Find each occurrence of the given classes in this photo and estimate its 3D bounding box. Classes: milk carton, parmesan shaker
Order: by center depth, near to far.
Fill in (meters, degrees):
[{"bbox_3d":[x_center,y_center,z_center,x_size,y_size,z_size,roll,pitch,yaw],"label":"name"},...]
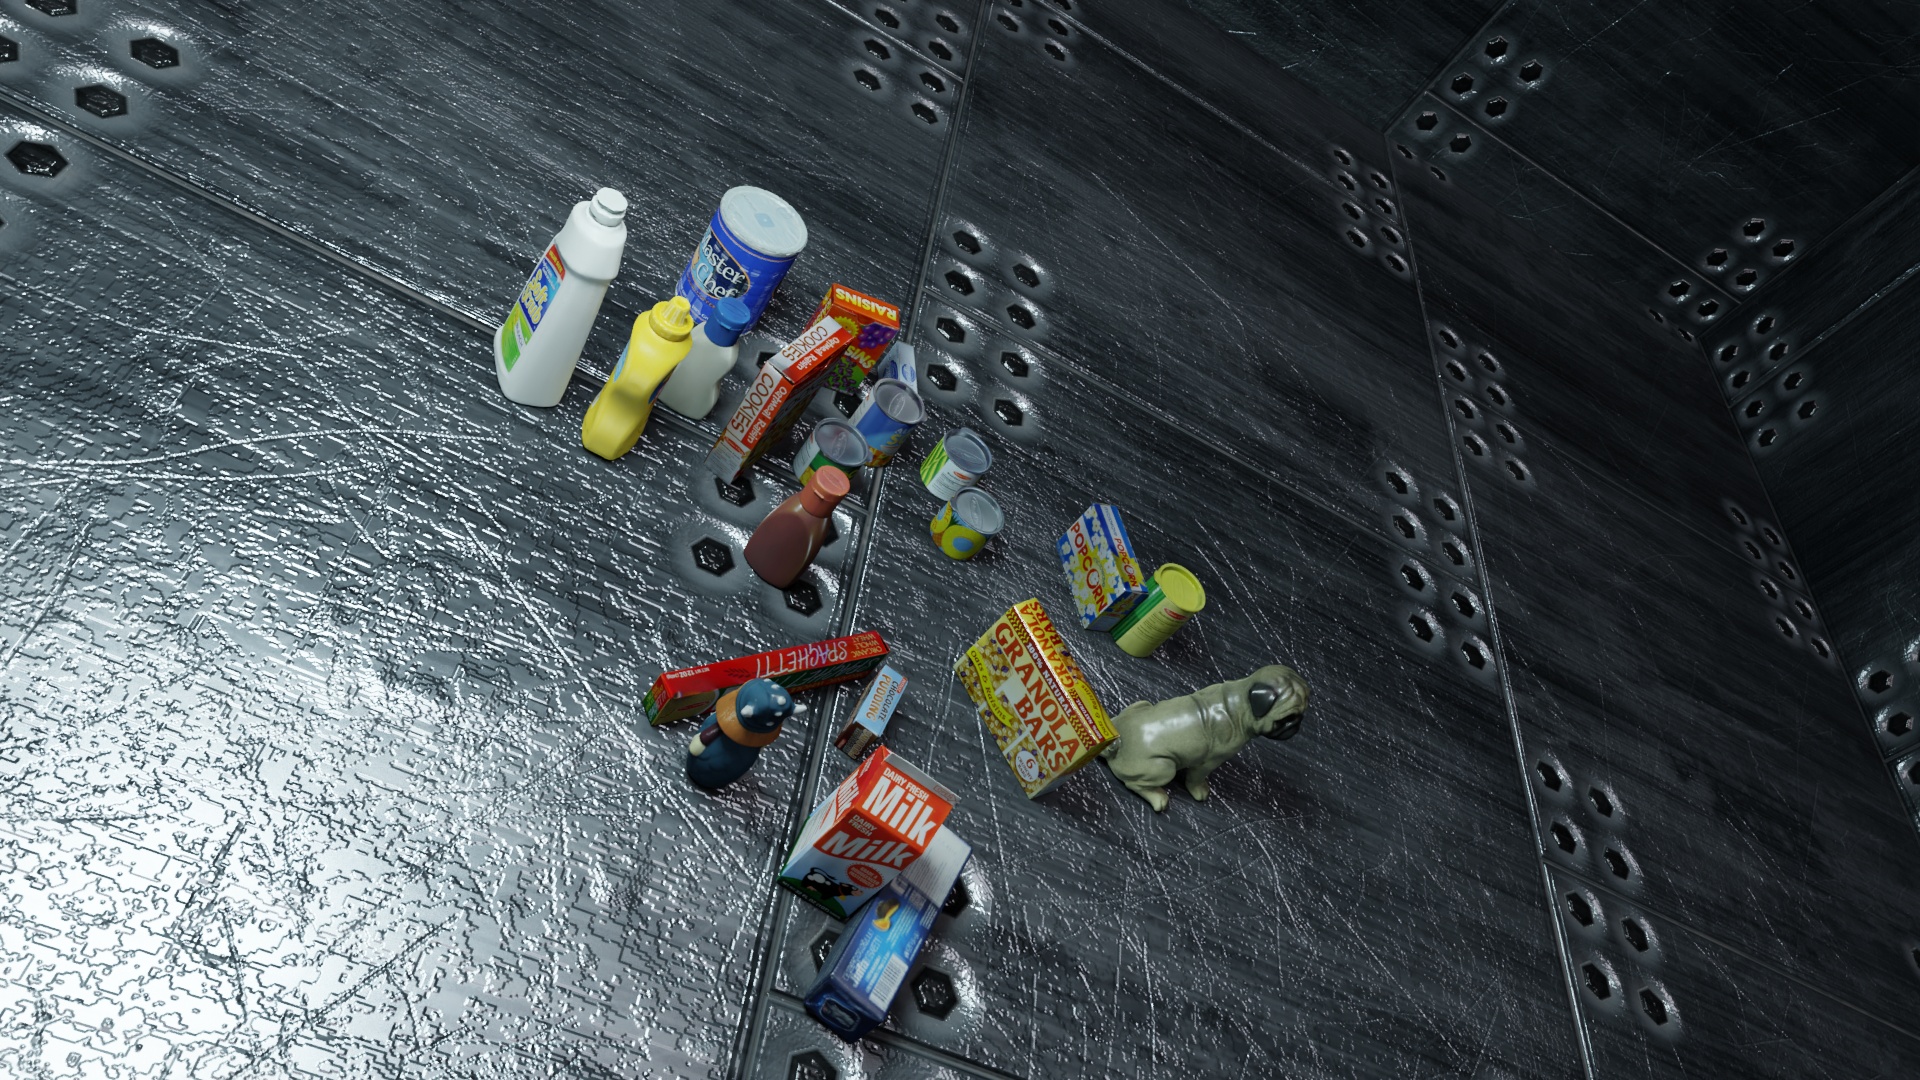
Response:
[{"bbox_3d":[-0.075,0.242,1.178,0.072,0.189,0.074,34,41,-8],"label":"milk carton"},{"bbox_3d":[0.225,0.081,1.616,0.071,0.102,0.072,21,45,-22],"label":"parmesan shaker"}]

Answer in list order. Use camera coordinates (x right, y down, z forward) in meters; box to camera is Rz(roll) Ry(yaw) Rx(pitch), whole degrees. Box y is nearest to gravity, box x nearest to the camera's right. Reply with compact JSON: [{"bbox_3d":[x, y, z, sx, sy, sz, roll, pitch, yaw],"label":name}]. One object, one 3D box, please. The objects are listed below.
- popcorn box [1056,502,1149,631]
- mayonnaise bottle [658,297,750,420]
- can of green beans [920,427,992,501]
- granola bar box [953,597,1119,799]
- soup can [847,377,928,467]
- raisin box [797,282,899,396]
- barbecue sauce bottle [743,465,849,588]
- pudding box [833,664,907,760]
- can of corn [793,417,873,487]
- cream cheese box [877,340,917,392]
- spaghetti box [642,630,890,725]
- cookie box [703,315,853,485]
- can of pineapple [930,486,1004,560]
[{"bbox_3d":[0.164,0.031,1.627,0.038,0.084,0.127,8,51,-33],"label":"popcorn box"},{"bbox_3d":[-0.264,-0.191,1.444,0.065,0.147,0.041,30,42,-14],"label":"mayonnaise bottle"},{"bbox_3d":[-0.005,-0.087,1.621,0.071,0.057,0.071,21,45,-22],"label":"can of green beans"},{"bbox_3d":[0.074,0.162,1.413,0.039,0.123,0.166,-12,63,-43],"label":"granola bar box"},{"bbox_3d":[-0.087,-0.131,1.577,0.071,0.083,0.072,21,45,-22],"label":"soup can"},{"bbox_3d":[-0.135,-0.229,1.595,0.086,0.122,0.040,19,46,-24],"label":"raisin box"},{"bbox_3d":[-0.158,-0.016,1.371,0.065,0.147,0.044,43,41,2],"label":"barbecue sauce bottle"},{"bbox_3d":[-0.086,0.166,1.344,0.030,0.049,0.084,36,41,-6],"label":"pudding box"},{"bbox_3d":[-0.140,-0.089,1.519,0.071,0.058,0.071,21,45,-22],"label":"can of corn"},{"bbox_3d":[-0.075,-0.183,1.654,0.024,0.053,0.104,17,46,-26],"label":"cream cheese box"},{"bbox_3d":[-0.177,0.127,1.307,0.251,0.050,0.029,-9,61,-42],"label":"spaghetti box"},{"bbox_3d":[-0.189,-0.146,1.447,0.040,0.166,0.123,41,41,-1],"label":"cookie box"},{"bbox_3d":[0.006,-0.020,1.570,0.071,0.057,0.071,21,45,-22],"label":"can of pineapple"}]
